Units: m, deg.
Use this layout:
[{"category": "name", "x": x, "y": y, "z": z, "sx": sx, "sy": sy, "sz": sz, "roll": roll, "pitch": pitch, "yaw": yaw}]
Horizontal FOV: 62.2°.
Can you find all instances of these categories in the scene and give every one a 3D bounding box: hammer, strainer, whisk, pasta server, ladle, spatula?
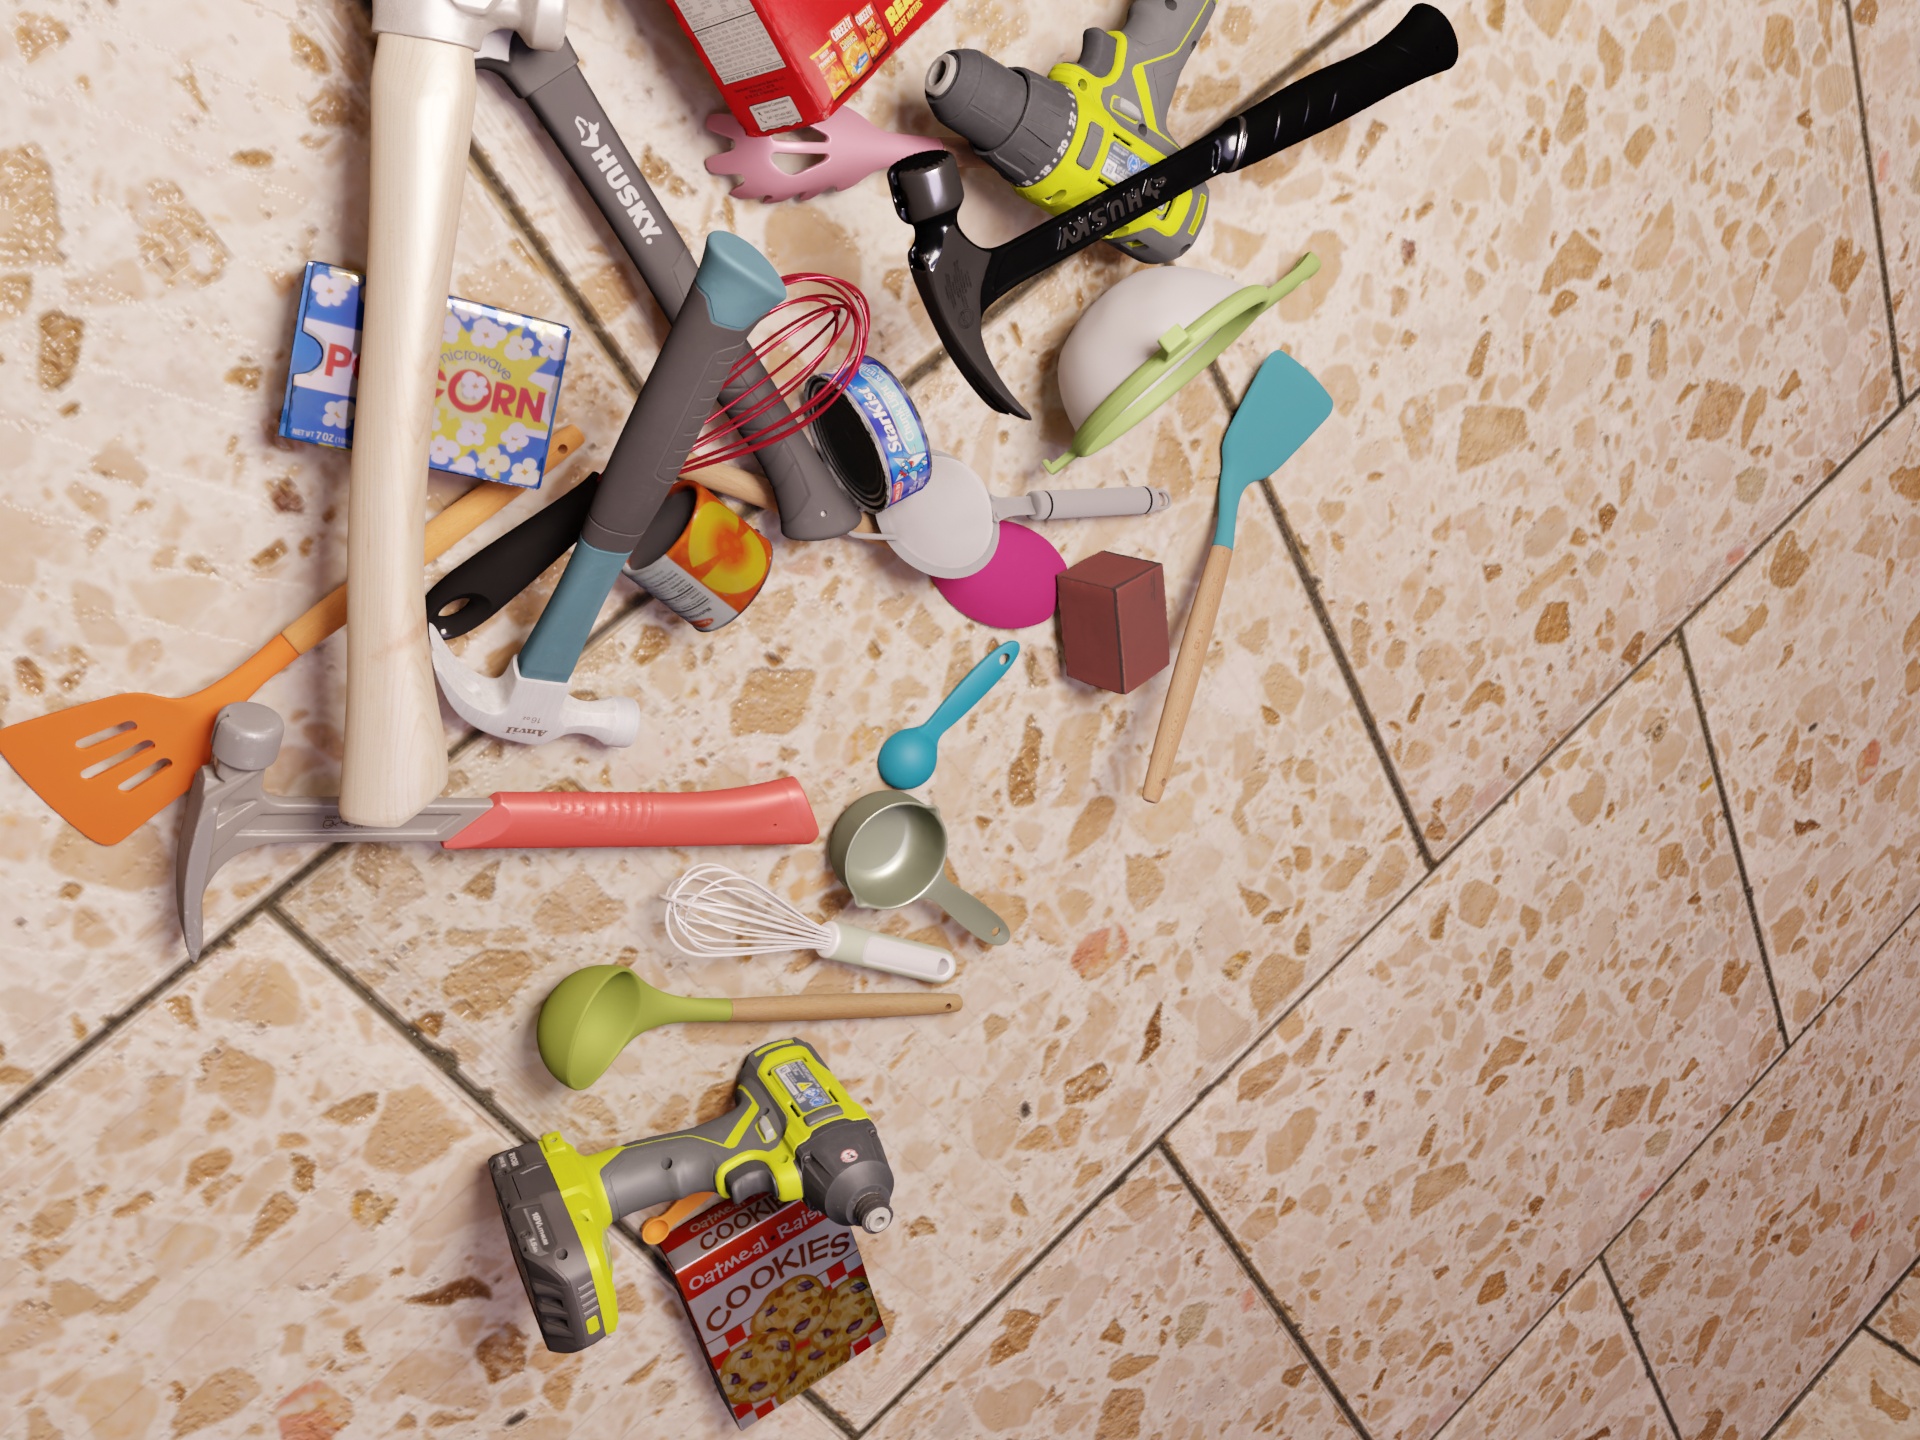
[{"category": "hammer", "x": -0.144, "y": -0.232, "z": 0.840, "sx": 0.146, "sy": 0.035, "sz": 0.334, "roll": -38, "pitch": 122, "yaw": -10}, {"category": "strainer", "x": 0.044, "y": -0.138, "z": 1.004, "sx": 0.258, "sy": 0.050, "sz": 0.087, "roll": -9, "pitch": 77, "yaw": -38}, {"category": "strainer", "x": 0.143, "y": -0.261, "z": 1.004, "sx": 0.069, "sy": 0.151, "sz": 0.256, "roll": 50, "pitch": 54, "yaw": 0}, {"category": "whisk", "x": -0.092, "y": 0.141, "z": 1.035, "sx": 0.246, "sy": 0.059, "sz": 0.058, "roll": 21, "pitch": 80, "yaw": -41}, {"category": "whisk", "x": -0.168, "y": -0.131, "z": 0.827, "sx": 0.296, "sy": 0.073, "sz": 0.073, "roll": -35, "pitch": 127, "yaw": 9}, {"category": "hammer", "x": 0.141, "y": -0.312, "z": 0.896, "sx": 0.409, "sy": 0.036, "sz": 0.149, "roll": -33, "pitch": 126, "yaw": -23}, {"category": "pasta server", "x": 0.004, "y": -0.329, "z": 0.919, "sx": 0.316, "sy": 0.040, "sz": 0.060, "roll": -12, "pitch": 115, "yaw": -33}, {"category": "hammer", "x": -0.244, "y": 0.064, "z": 0.902, "sx": 0.359, "sy": 0.037, "sz": 0.149, "roll": 3, "pitch": 124, "yaw": -37}, {"category": "hammer", "x": -0.170, "y": -0.100, "z": 0.794, "sx": 0.128, "sy": 0.033, "sz": 0.331, "roll": 7, "pitch": 136, "yaw": -34}, {"category": "hammer", "x": -0.274, "y": -0.151, "z": 0.745, "sx": 0.146, "sy": 0.038, "sz": 0.410, "roll": 3, "pitch": 102, "yaw": -22}, {"category": "ladle", "x": -0.122, "y": 0.193, "z": 1.031, "sx": 0.320, "sy": 0.062, "sz": 0.078, "roll": 6, "pitch": 106, "yaw": -37}, {"category": "spatula", "x": -0.327, "y": -0.057, "z": 0.819, "sx": 0.322, "sy": 0.041, "sz": 0.080, "roll": -41, "pitch": 126, "yaw": -17}, {"category": "spatula", "x": 0.179, "y": -0.094, "z": 1.084, "sx": 0.082, "sy": 0.044, "sz": 0.317, "roll": 28, "pitch": 75, "yaw": -43}]

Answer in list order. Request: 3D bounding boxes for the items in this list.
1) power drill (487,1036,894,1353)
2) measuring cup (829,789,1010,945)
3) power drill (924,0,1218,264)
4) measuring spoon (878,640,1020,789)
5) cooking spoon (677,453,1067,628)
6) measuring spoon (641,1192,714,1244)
[{"category": "power drill", "x": -0.160, "y": 0.288, "z": 0.975, "sx": 0.223, "sy": 0.171, "sz": 0.080, "roll": -17, "pitch": 117, "yaw": -23}, {"category": "measuring cup", "x": -0.024, "y": 0.106, "z": 1.070, "sx": 0.083, "sy": 0.038, "sz": 0.167, "roll": -52, "pitch": 129, "yaw": -4}, {"category": "power drill", "x": 0.085, "y": -0.395, "z": 0.891, "sx": 0.190, "sy": 0.080, "sz": 0.228, "roll": 17, "pitch": 94, "yaw": -39}, {"category": "measuring spoon", "x": -0.002, "y": -0.003, "z": 1.047, "sx": 0.128, "sy": 0.021, "sz": 0.042, "roll": -46, "pitch": 127, "yaw": -7}, {"category": "cooking spoon", "x": -0.055, "y": -0.116, "z": 0.969, "sx": 0.318, "sy": 0.017, "sz": 0.069, "roll": 15, "pitch": 99, "yaw": -36}, {"category": "measuring spoon", "x": -0.170, "y": 0.309, "z": 1.078, "sx": 0.117, "sy": 0.011, "sz": 0.021, "roll": -40, "pitch": 124, "yaw": -17}]
